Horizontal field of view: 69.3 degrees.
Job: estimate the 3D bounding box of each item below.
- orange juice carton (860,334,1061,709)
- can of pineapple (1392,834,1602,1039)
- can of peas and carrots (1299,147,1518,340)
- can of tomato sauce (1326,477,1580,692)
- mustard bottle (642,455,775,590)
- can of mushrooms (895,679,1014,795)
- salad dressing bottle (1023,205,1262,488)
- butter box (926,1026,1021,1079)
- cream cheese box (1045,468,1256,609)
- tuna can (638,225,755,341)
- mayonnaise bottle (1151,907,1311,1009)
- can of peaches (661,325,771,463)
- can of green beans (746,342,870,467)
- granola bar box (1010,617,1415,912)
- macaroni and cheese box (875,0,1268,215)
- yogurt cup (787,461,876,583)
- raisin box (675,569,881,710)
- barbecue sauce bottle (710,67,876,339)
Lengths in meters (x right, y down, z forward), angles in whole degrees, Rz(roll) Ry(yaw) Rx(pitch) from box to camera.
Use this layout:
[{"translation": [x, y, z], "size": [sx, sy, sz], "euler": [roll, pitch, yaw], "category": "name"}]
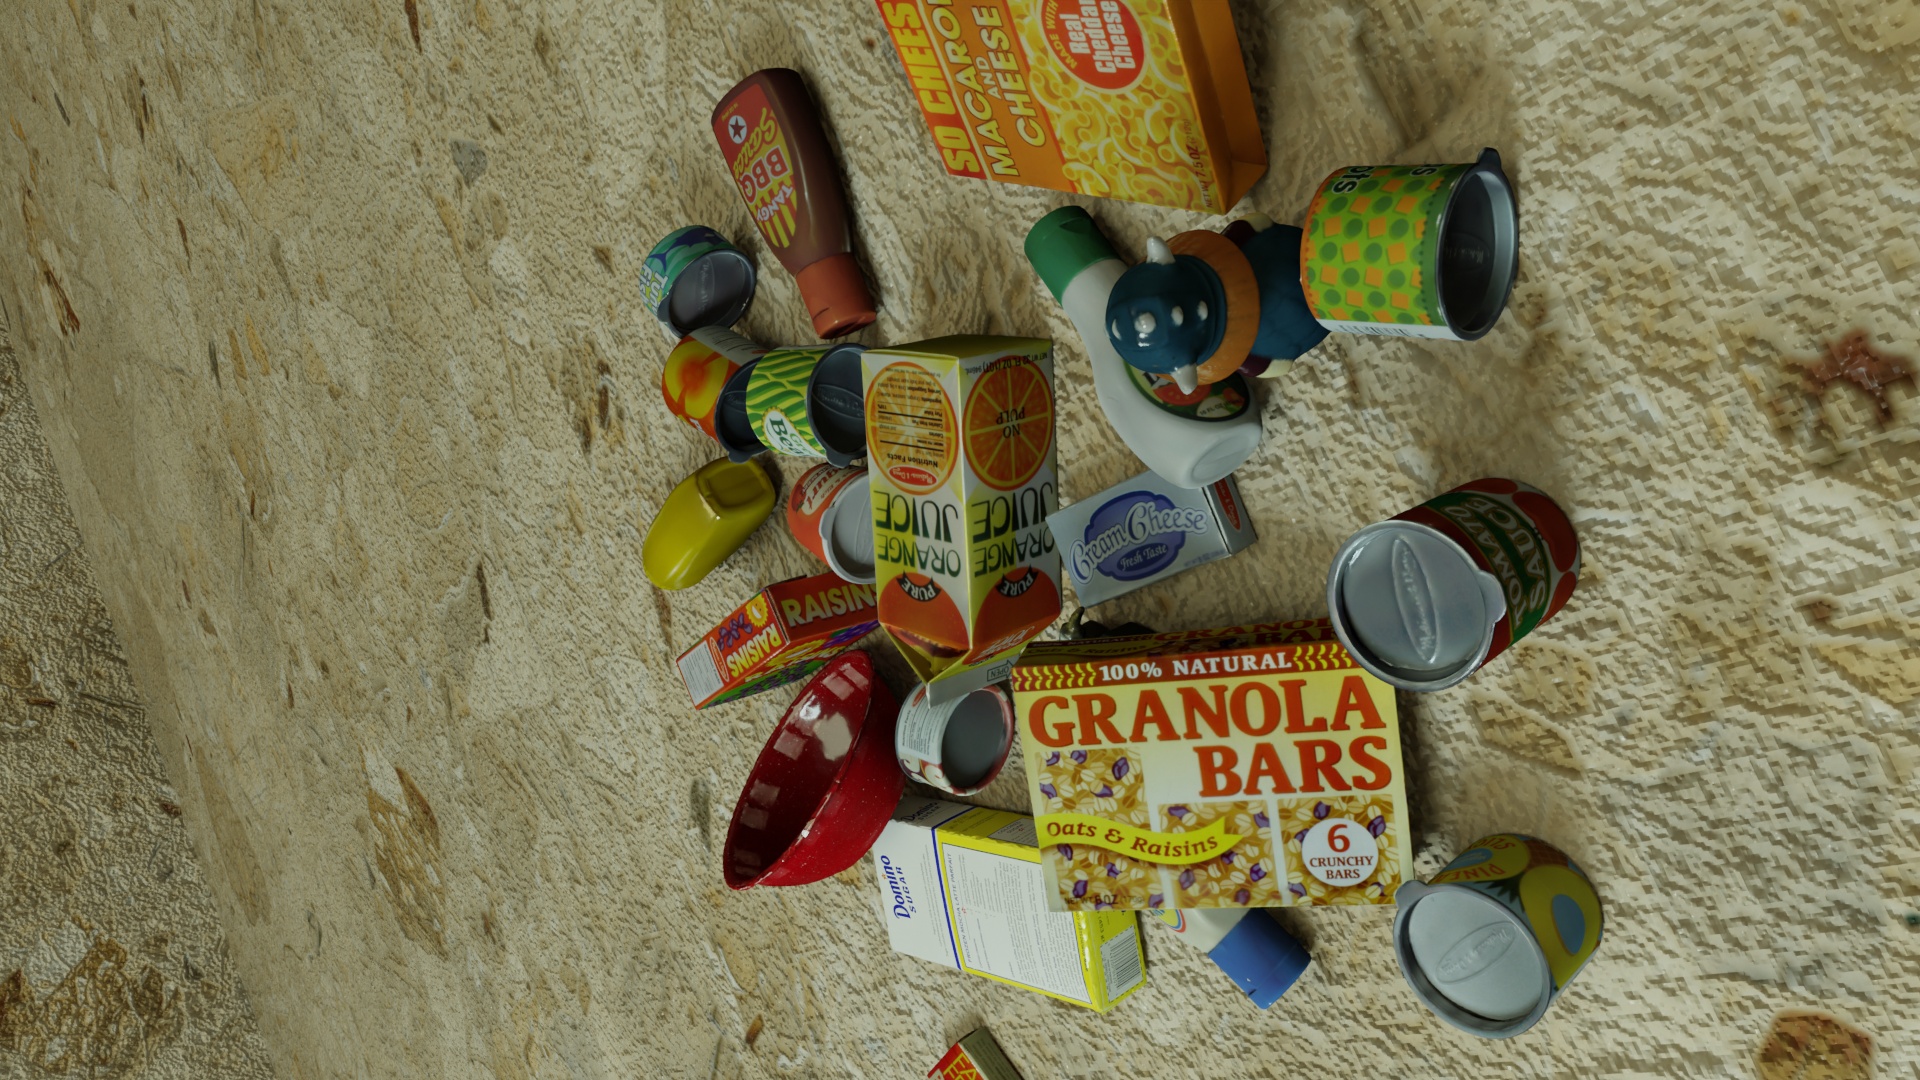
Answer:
[{"translation": [0.003, -0.009, 0.737], "size": [0.073, 0.072, 0.192], "euler": [11, 111, 43], "category": "orange juice carton"}, {"translation": [0.223, 0.162, 0.579], "size": [0.071, 0.058, 0.070], "euler": [16, 114, 41], "category": "can of pineapple"}, {"translation": [0.173, -0.114, 0.535], "size": [0.059, 0.071, 0.070], "euler": [12, 112, 43], "category": "can of peas and carrots"}, {"translation": [0.195, 0.014, 0.541], "size": [0.071, 0.083, 0.071], "euler": [17, 115, 41], "category": "can of tomato sauce"}, {"translation": [-0.180, -0.002, 0.932], "size": [0.049, 0.065, 0.159], "euler": [59, 139, 7], "category": "mustard bottle"}, {"translation": [-0.001, 0.109, 0.786], "size": [0.033, 0.071, 0.071], "euler": [10, 110, 42], "category": "can of mushrooms"}, {"translation": [0.080, -0.093, 0.642], "size": [0.148, 0.064, 0.043], "euler": [58, 153, 25], "category": "salad dressing bottle"}, {"translation": [0.026, 0.362, 0.870], "size": [0.104, 0.024, 0.052], "euler": [49, 132, 22], "category": "butter box"}, {"translation": [0.091, -0.005, 0.683], "size": [0.103, 0.024, 0.053], "euler": [-25, 84, 47], "category": "cream cheese box"}, {"translation": [-0.165, -0.158, 0.857], "size": [0.033, 0.071, 0.070], "euler": [42, 129, 29], "category": "tuna can"}, {"translation": [0.108, 0.168, 0.698], "size": [0.148, 0.041, 0.064], "euler": [43, 156, 17], "category": "mayonnaise bottle"}, {"translation": [-0.143, -0.091, 0.859], "size": [0.058, 0.071, 0.071], "euler": [32, 124, 35], "category": "can of peaches"}, {"translation": [-0.081, -0.080, 0.801], "size": [0.058, 0.071, 0.071], "euler": [6, 107, 45], "category": "can of green beans"}, {"translation": [0.115, 0.103, 0.631], "size": [0.165, 0.039, 0.124], "euler": [-6, 102, 17], "category": "granola bar box"}, {"translation": [0.044, -0.213, 0.611], "size": [0.166, 0.040, 0.123], "euler": [21, 150, 40], "category": "macaroni and cheese box"}, {"translation": [-0.064, -0.014, 0.810], "size": [0.054, 0.072, 0.072], "euler": [23, 119, 48], "category": "yogurt cup"}, {"translation": [-0.109, 0.059, 0.861], "size": [0.123, 0.086, 0.040], "euler": [-35, 73, 46], "category": "raisin box"}, {"translation": [-0.091, -0.189, 0.793], "size": [0.064, 0.044, 0.148], "euler": [-27, 84, 45], "category": "barbecue sauce bottle"}]
